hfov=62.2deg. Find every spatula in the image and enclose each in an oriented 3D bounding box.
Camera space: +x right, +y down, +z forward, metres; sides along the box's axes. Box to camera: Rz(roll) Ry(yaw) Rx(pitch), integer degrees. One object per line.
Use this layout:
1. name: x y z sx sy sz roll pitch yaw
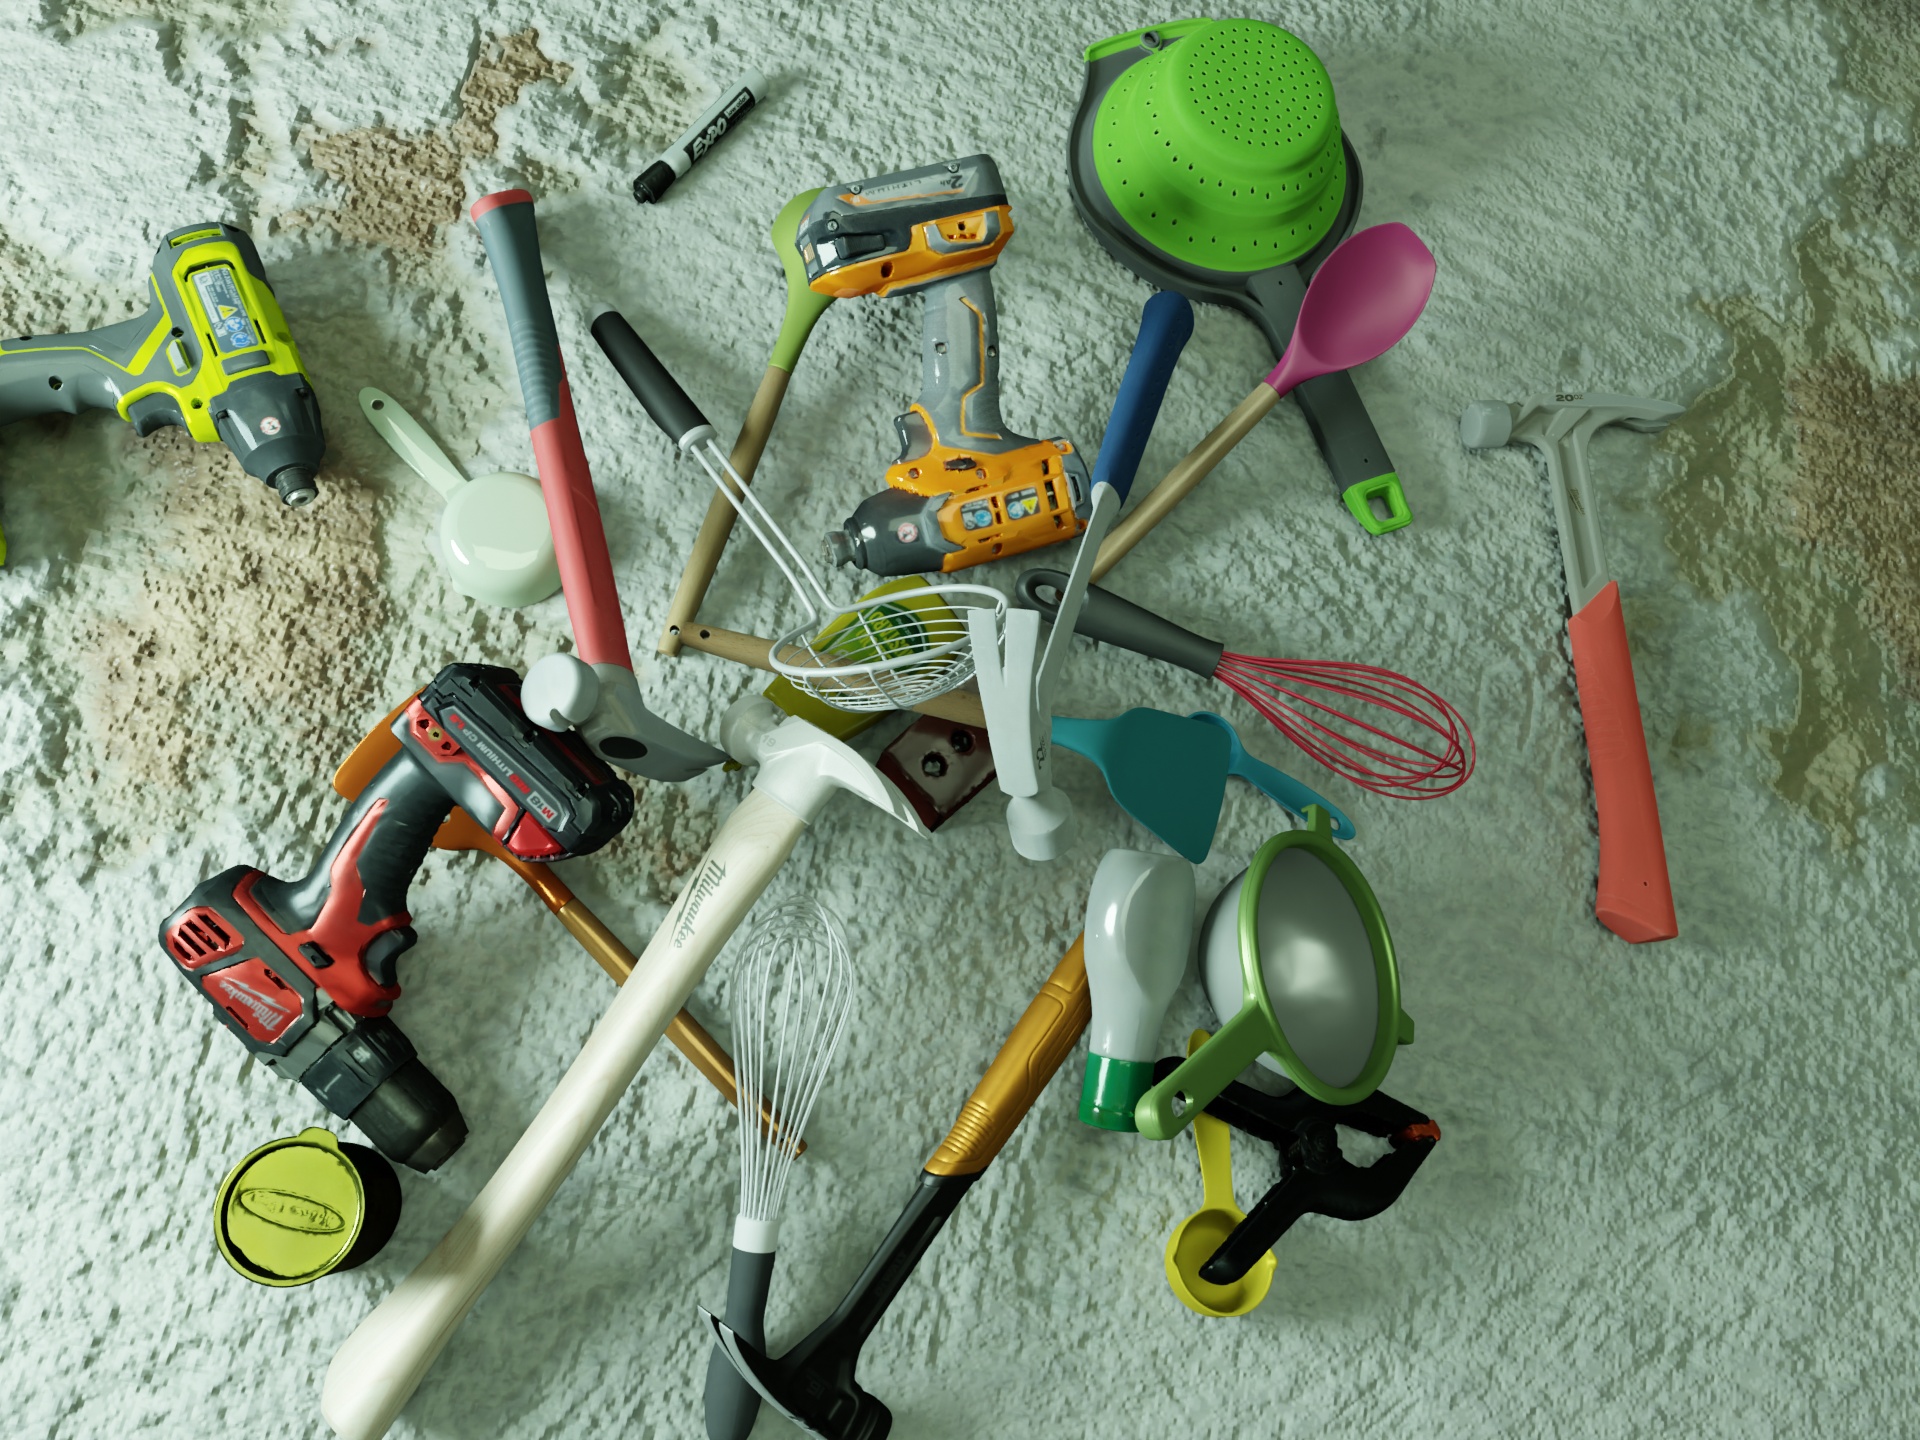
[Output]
1. spatula: -0.199 0.119 0.859 0.081 0.041 0.322 -44 86 -3
2. spatula: -0.001 -0.003 0.882 0.317 0.044 0.082 16 72 -1

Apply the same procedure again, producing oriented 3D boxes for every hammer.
1. hammer: 0.415 -0.040 1.007 0.149 0.036 0.359 -1 74 -9
2. hammer: 0.005 0.216 0.847 0.337 0.034 0.127 -52 122 -22
3. hammer: -0.219 -0.147 0.909 0.038 0.143 0.387 -26 63 17
4. hammer: 0.079 -0.121 0.886 0.035 0.143 0.406 3 46 19
5. hammer: -0.175 0.180 0.791 0.146 0.038 0.410 28 81 44

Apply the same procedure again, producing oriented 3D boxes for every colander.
1. colander: 0.208 -0.310 1.021 0.204 0.094 0.397 -19 78 -14

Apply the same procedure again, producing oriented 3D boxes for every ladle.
1. ladle: -0.120 -0.184 0.967 0.078 0.062 0.320 21 79 -5

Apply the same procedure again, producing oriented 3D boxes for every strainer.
1. strainer: 0.148 0.157 0.851 0.256 0.069 0.151 -27 95 -48

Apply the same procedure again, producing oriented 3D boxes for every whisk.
1. whisk: 0.170 -0.027 0.949 0.296 0.073 0.073 22 72 0
2. whisk: -0.100 0.231 0.820 0.070 0.070 0.285 8 85 -7

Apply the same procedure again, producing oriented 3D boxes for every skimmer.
1. skimmer: -0.111 -0.137 0.875 0.127 0.090 0.364 -24 62 -29

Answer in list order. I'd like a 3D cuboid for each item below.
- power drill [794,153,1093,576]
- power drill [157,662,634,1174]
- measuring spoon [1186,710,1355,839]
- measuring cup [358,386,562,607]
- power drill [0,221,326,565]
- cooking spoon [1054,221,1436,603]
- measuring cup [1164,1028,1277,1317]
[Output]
1. power drill: -0.024 -0.198 0.933 0.164 0.084 0.226 -17 100 -14
2. power drill: -0.270 0.101 0.812 0.226 0.080 0.188 -44 90 2
3. measuring spoon: 0.182 0.040 0.960 0.128 0.021 0.042 32 58 -8
4. measuring cup: -0.292 -0.139 0.919 0.083 0.038 0.167 -43 86 -18
5. power drill: -0.478 -0.169 0.882 0.223 0.080 0.171 -22 78 -18
6. cooking spoon: 0.173 -0.185 0.980 0.319 0.017 0.068 -45 100 -3
7. measuring cup: 0.137 0.252 0.888 0.062 0.029 0.157 6 61 -13
